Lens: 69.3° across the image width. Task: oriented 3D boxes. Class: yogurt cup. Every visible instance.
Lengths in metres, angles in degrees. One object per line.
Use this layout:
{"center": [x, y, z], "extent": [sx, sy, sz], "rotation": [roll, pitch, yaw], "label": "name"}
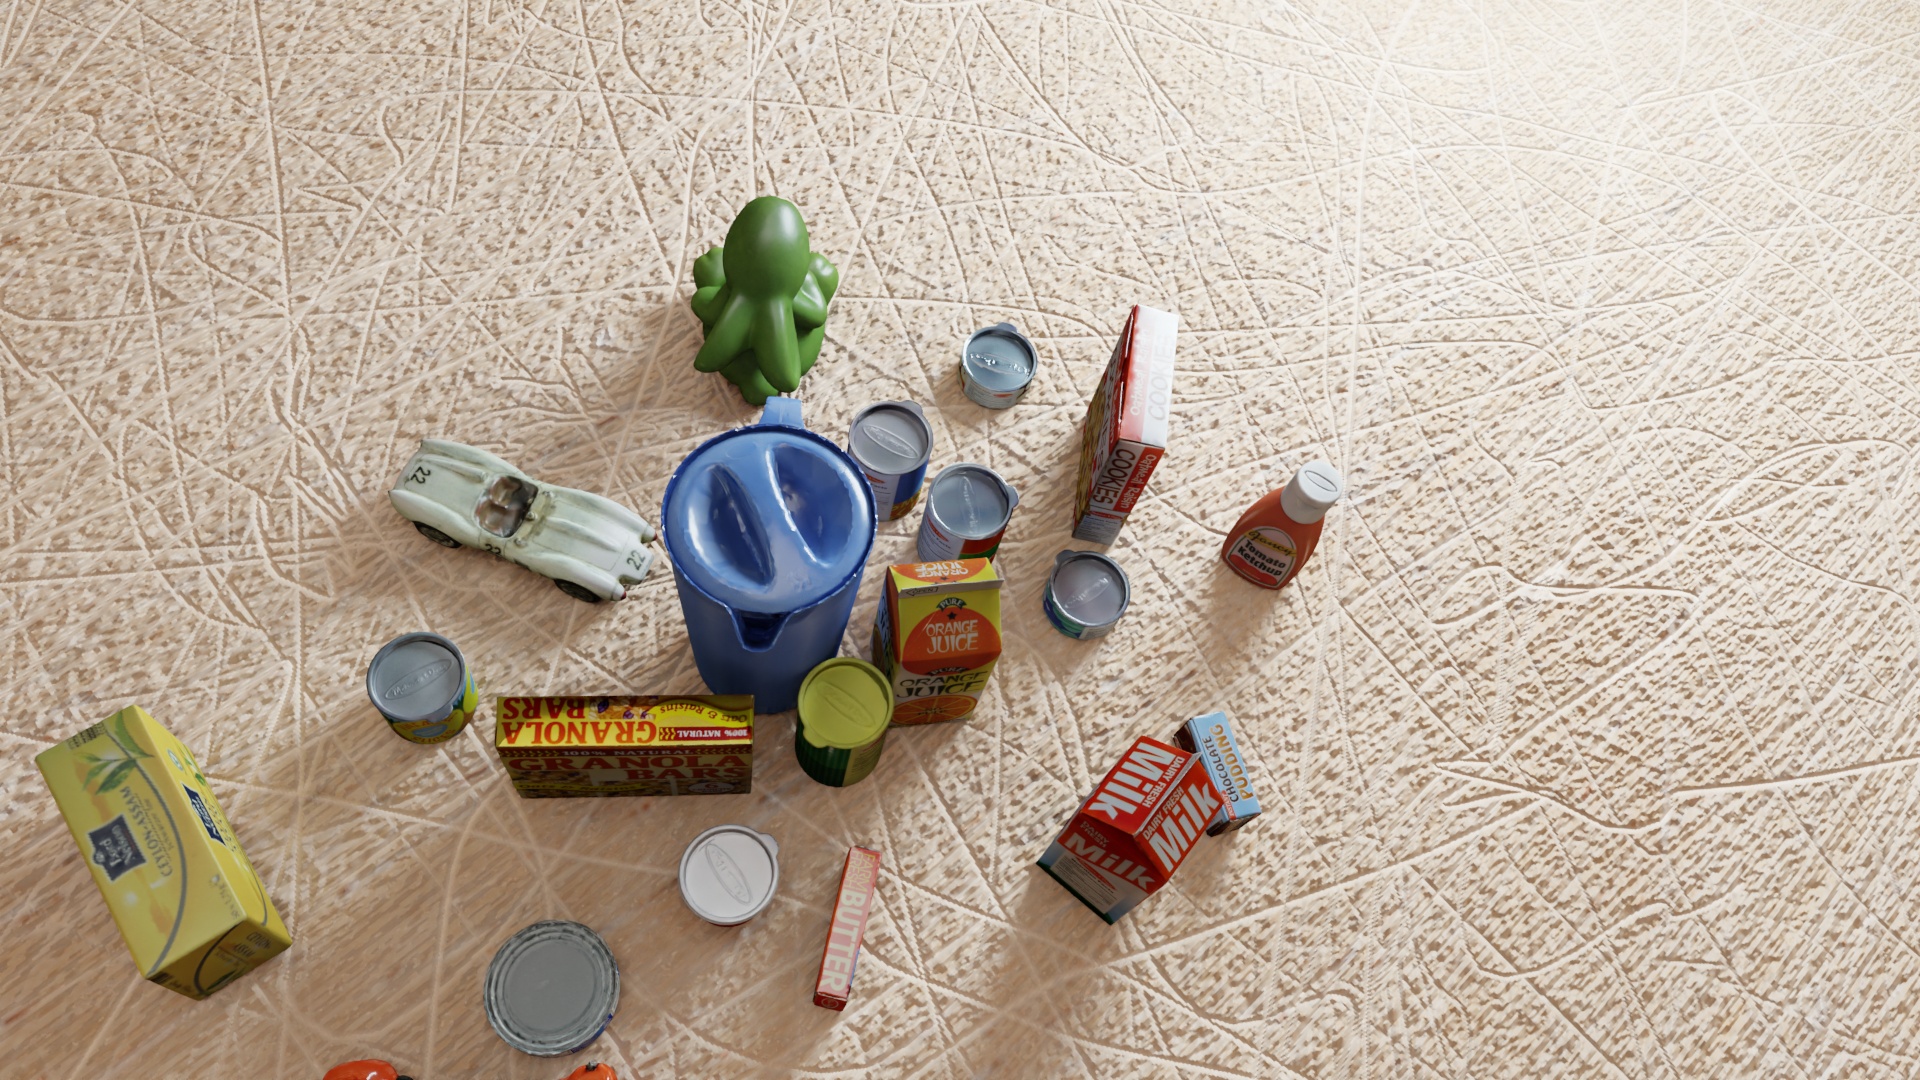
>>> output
{"center": [-0.160, 0.236, 0.962], "extent": [0.072, 0.053, 0.072], "rotation": [4, 64, -7], "label": "yogurt cup"}

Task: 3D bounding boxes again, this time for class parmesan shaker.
{"center": [-0.087, 0.134, 0.996], "extent": [0.071, 0.102, 0.071], "rotation": [4, 64, -7], "label": "parmesan shaker"}

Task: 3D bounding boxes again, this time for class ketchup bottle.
{"center": [0.258, -0.014, 1.098], "extent": [0.065, 0.148, 0.044], "rotation": [32, 64, 7], "label": "ketchup bottle"}

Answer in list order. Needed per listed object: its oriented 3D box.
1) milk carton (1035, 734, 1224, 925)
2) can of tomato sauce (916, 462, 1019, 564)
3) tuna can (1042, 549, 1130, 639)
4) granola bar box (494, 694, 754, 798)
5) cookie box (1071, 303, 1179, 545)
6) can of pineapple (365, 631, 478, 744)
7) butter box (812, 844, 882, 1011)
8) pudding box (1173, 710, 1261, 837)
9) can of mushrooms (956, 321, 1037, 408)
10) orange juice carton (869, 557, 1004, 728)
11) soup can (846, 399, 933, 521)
{"center": [0.118, 0.196, 0.950], "extent": [0.073, 0.189, 0.072], "rotation": [39, 65, 10], "label": "milk carton"}
{"center": [0.004, -0.014, 1.094], "extent": [0.071, 0.082, 0.071], "rotation": [4, 64, -7], "label": "can of tomato sauce"}
{"center": [0.098, 0.042, 1.110], "extent": [0.071, 0.032, 0.071], "rotation": [4, 64, -7], "label": "tuna can"}
{"center": [-0.226, 0.144, 0.957], "extent": [0.166, 0.123, 0.039], "rotation": [0, 65, -9], "label": "granola bar box"}
{"center": [0.128, -0.088, 1.104], "extent": [0.040, 0.166, 0.123], "rotation": [11, 63, -4], "label": "cookie box"}
{"center": [-0.381, 0.107, 0.987], "extent": [0.071, 0.057, 0.071], "rotation": [4, 64, -7], "label": "can of pineapple"}
{"center": [-0.079, 0.268, 0.960], "extent": [0.024, 0.053, 0.104], "rotation": [14, 63, -2], "label": "butter box"}
{"center": [0.193, 0.176, 1.051], "extent": [0.030, 0.049, 0.084], "rotation": [-12, 67, -14], "label": "pudding box"}
{"center": [0.032, -0.150, 1.193], "extent": [0.071, 0.033, 0.071], "rotation": [4, 64, -7], "label": "can of mushrooms"}
{"center": [-0.018, 0.069, 0.989], "extent": [0.072, 0.191, 0.073], "rotation": [-4, 65, -11], "label": "orange juice carton"}
{"center": [-0.058, -0.064, 1.109], "extent": [0.071, 0.083, 0.071], "rotation": [4, 64, -7], "label": "soup can"}
